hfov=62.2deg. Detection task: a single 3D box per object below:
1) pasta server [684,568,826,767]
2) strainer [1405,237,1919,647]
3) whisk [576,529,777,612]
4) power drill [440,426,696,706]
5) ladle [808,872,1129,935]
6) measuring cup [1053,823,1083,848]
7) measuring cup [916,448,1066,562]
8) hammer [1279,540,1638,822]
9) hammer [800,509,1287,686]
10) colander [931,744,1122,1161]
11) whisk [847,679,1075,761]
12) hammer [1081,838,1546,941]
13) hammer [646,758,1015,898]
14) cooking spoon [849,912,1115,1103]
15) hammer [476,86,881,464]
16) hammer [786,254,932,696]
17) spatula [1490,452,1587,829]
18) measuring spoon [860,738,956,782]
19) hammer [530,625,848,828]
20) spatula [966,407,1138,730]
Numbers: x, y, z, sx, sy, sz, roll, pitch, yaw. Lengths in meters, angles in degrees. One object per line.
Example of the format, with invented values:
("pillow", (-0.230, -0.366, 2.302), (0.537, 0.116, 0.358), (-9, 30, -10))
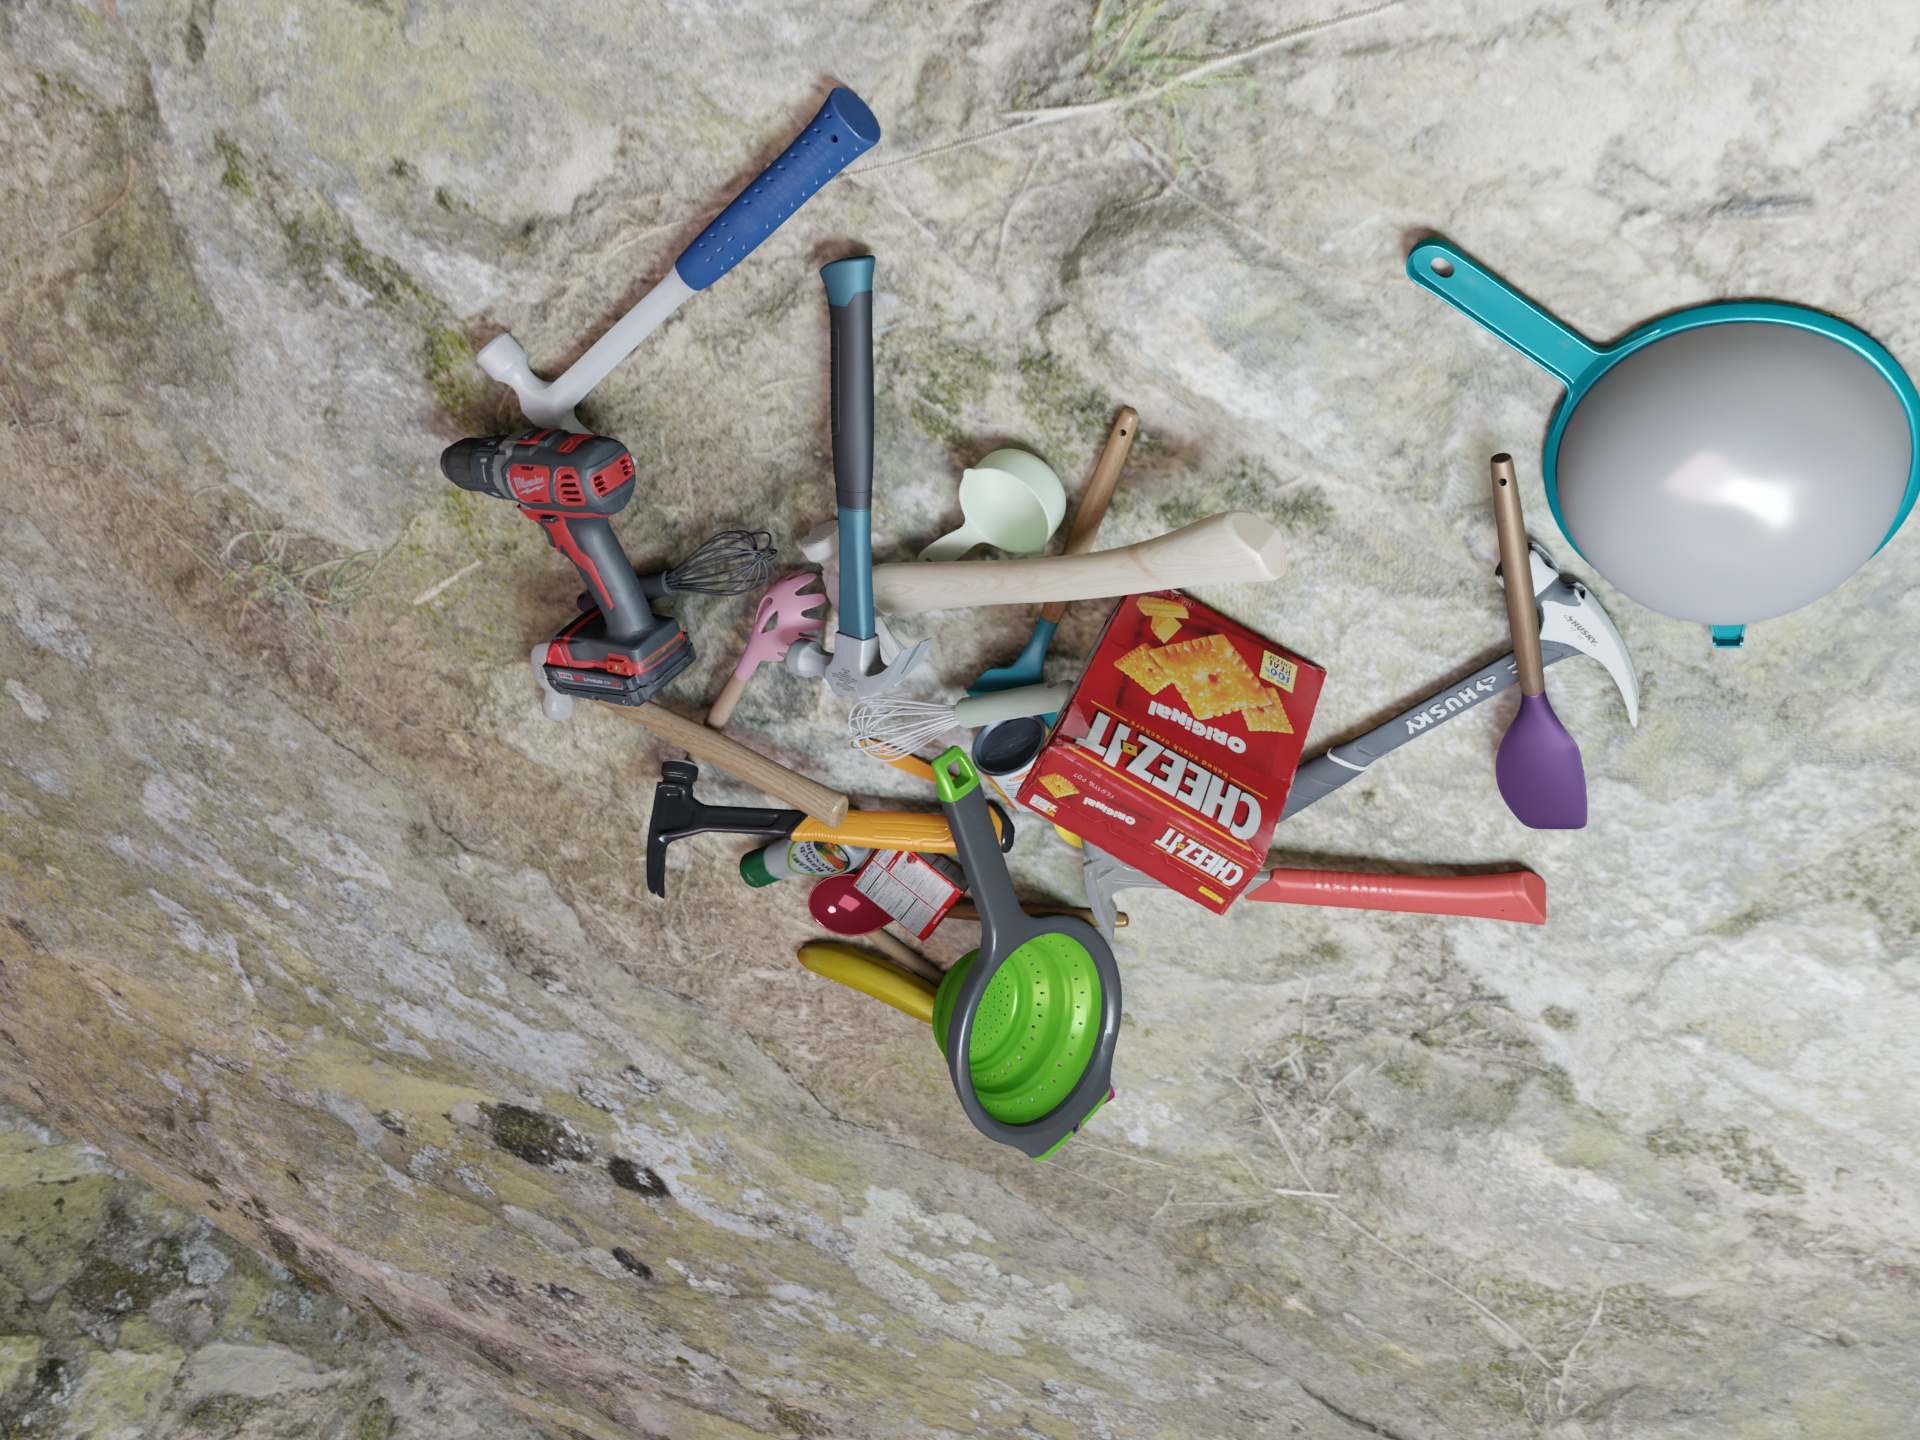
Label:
("pasta server", (-0.191, -0.029, 1.389), (0.316, 0.040, 0.060), (-51, 56, 51))
("strainer", (0.400, -0.166, 0.936), (0.340, 0.095, 0.211), (33, 135, -5))
("whisk", (-0.243, -0.119, 1.337), (0.239, 0.055, 0.055), (-9, 123, 38))
("power drill", (-0.323, -0.132, 1.297), (0.188, 0.080, 0.226), (9, 128, 32))
("ladle", (0.004, 0.176, 1.477), (0.315, 0.031, 0.069), (1, 115, 23))
("measuring cup", (0.127, 0.057, 1.309), (0.062, 0.029, 0.156), (34, 136, -4))
("measuring cup", (0.018, -0.151, 1.190), (0.083, 0.038, 0.167), (46, 148, -12))
("hammer", (0.309, 0.023, 1.188), (0.149, 0.036, 0.409), (41, 134, -12))
("hammer", (0.056, -0.094, 1.148), (0.411, 0.038, 0.146), (-1, 130, 45))
("colander", (0.020, 0.193, 1.378), (0.094, 0.204, 0.396), (11, 127, 46))
("whisk", (-0.002, -0.004, 1.286), (0.246, 0.058, 0.059), (-10, 109, 41))
("hammer", (0.278, 0.139, 1.275), (0.359, 0.037, 0.149), (2, 141, 17))
("hammer", (-0.119, 0.102, 1.415), (0.337, 0.127, 0.034), (1, 161, 14))
("cooking spoon", (0.021, 0.288, 1.570), (0.319, 0.017, 0.068), (37, 135, -7))
("hammer", (-0.199, -0.312, 1.152), (0.405, 0.035, 0.144), (-28, 112, 40))
("hammer", (-0.079, -0.170, 1.159), (0.128, 0.033, 0.330), (20, 121, 35))
("spatula", (0.376, -0.040, 1.059), (0.060, 0.018, 0.315), (0, 130, 27))
("measuring spoon", (-0.034, 0.039, 1.392), (0.117, 0.011, 0.021), (23, 135, 12))
("hammer", (-0.246, 0.009, 1.417), (0.331, 0.031, 0.130), (26, 142, 16))
("spatula", (0.077, -0.104, 1.203), (0.082, 0.044, 0.317), (25, 130, 5))
